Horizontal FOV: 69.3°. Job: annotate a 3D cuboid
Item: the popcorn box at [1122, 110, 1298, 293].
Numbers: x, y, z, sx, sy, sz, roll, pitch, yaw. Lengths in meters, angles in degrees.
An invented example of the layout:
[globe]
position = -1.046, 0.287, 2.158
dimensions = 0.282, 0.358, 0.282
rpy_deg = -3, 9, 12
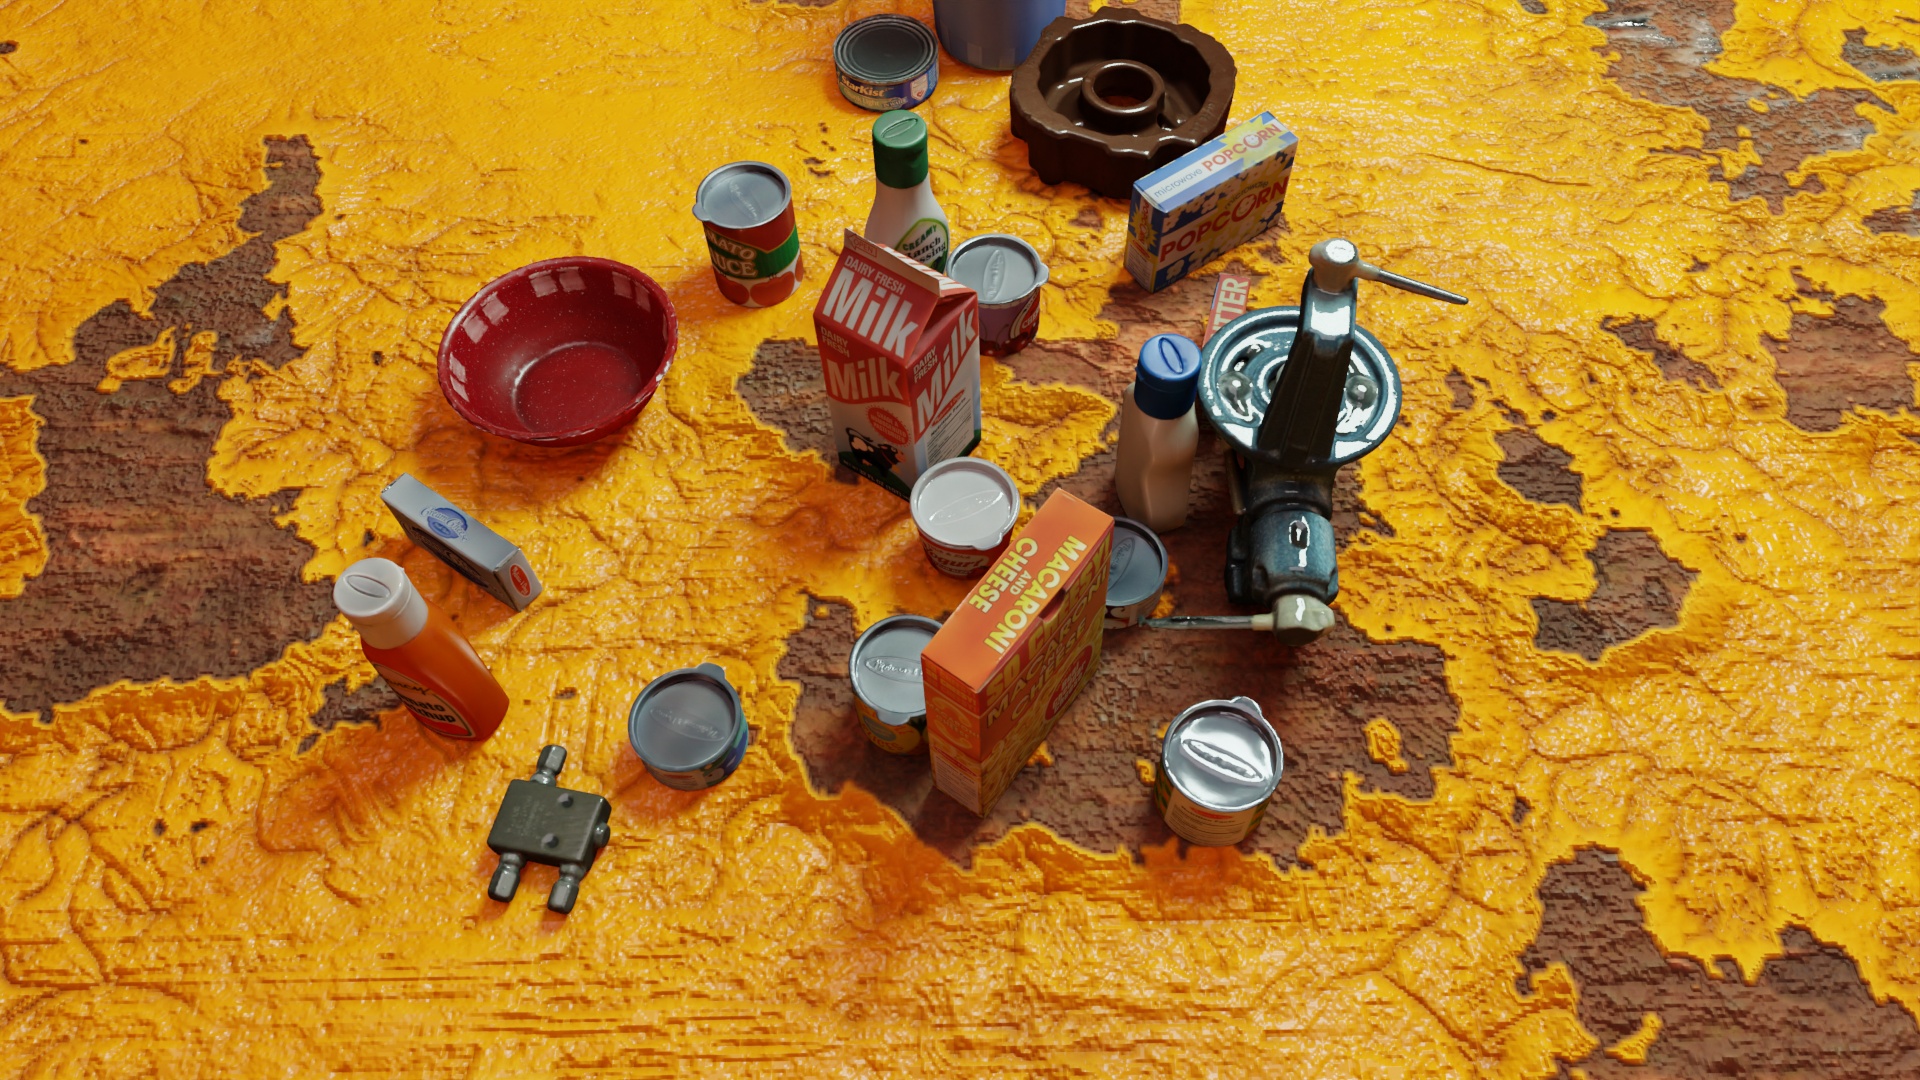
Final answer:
[popcorn box]
position = 0.179, -0.243, 1.003
dimensions = 0.127, 0.084, 0.038
rpy_deg = -32, 62, -17

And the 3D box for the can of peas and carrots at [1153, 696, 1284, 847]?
[can of peas and carrots]
position = 0.145, 0.130, 0.781
dimensions = 0.071, 0.058, 0.071
rpy_deg = -1, 58, 1

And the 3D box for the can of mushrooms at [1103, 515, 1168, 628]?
[can of mushrooms]
position = 0.093, 0.019, 0.868
dimensions = 0.071, 0.033, 0.071
rpy_deg = -1, 58, 1

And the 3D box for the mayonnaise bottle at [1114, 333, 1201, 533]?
[mayonnaise bottle]
position = 0.122, -0.066, 0.854
dimensions = 0.041, 0.147, 0.065
rpy_deg = -14, 59, -7

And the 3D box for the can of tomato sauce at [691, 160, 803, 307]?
[can of tomato sauce]
position = -0.151, -0.217, 0.995
dimensions = 0.071, 0.082, 0.071
rpy_deg = -1, 58, 1

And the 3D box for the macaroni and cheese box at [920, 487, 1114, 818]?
[macaroni and cheese box]
position = 0.033, 0.066, 0.761
dimensions = 0.040, 0.165, 0.124
rpy_deg = 31, 64, 19

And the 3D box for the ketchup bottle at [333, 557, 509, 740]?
[ketchup bottle]
position = -0.305, 0.062, 0.782
dimensions = 0.065, 0.148, 0.044
rpy_deg = 18, 60, 13

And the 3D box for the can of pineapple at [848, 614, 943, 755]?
[can of pineapple]
position = -0.031, 0.087, 0.813
dimensions = 0.071, 0.057, 0.071
rpy_deg = -1, 58, 1

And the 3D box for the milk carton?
[milk carton]
position = -0.037, -0.111, 0.861
dimensions = 0.072, 0.189, 0.074
rpy_deg = 31, 64, 19

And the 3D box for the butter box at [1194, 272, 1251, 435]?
[butter box]
position = 0.176, -0.127, 0.948
dimensions = 0.024, 0.053, 0.104
rpy_deg = 12, 59, 9

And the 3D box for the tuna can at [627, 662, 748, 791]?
[tuna can]
position = -0.158, 0.109, 0.817
dimensions = 0.071, 0.032, 0.071
rpy_deg = -1, 58, 1

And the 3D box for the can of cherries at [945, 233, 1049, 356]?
[can of cherries]
position = 0.026, -0.171, 0.976
dimensions = 0.071, 0.058, 0.072
rpy_deg = -1, 58, 1

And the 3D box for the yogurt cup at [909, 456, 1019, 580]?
[yogurt cup]
position = 0.003, -0.011, 0.877
dimensions = 0.072, 0.053, 0.073
rpy_deg = -1, 58, 1

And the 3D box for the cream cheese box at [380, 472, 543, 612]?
[cream cheese box]
position = -0.315, 0.002, 0.877
dimensions = 0.104, 0.053, 0.024
rpy_deg = 30, 63, 19

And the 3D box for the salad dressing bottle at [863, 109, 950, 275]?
[salad dressing bottle]
position = -0.039, -0.229, 0.962
dimensions = 0.064, 0.147, 0.044
rpy_deg = -32, 62, -17
